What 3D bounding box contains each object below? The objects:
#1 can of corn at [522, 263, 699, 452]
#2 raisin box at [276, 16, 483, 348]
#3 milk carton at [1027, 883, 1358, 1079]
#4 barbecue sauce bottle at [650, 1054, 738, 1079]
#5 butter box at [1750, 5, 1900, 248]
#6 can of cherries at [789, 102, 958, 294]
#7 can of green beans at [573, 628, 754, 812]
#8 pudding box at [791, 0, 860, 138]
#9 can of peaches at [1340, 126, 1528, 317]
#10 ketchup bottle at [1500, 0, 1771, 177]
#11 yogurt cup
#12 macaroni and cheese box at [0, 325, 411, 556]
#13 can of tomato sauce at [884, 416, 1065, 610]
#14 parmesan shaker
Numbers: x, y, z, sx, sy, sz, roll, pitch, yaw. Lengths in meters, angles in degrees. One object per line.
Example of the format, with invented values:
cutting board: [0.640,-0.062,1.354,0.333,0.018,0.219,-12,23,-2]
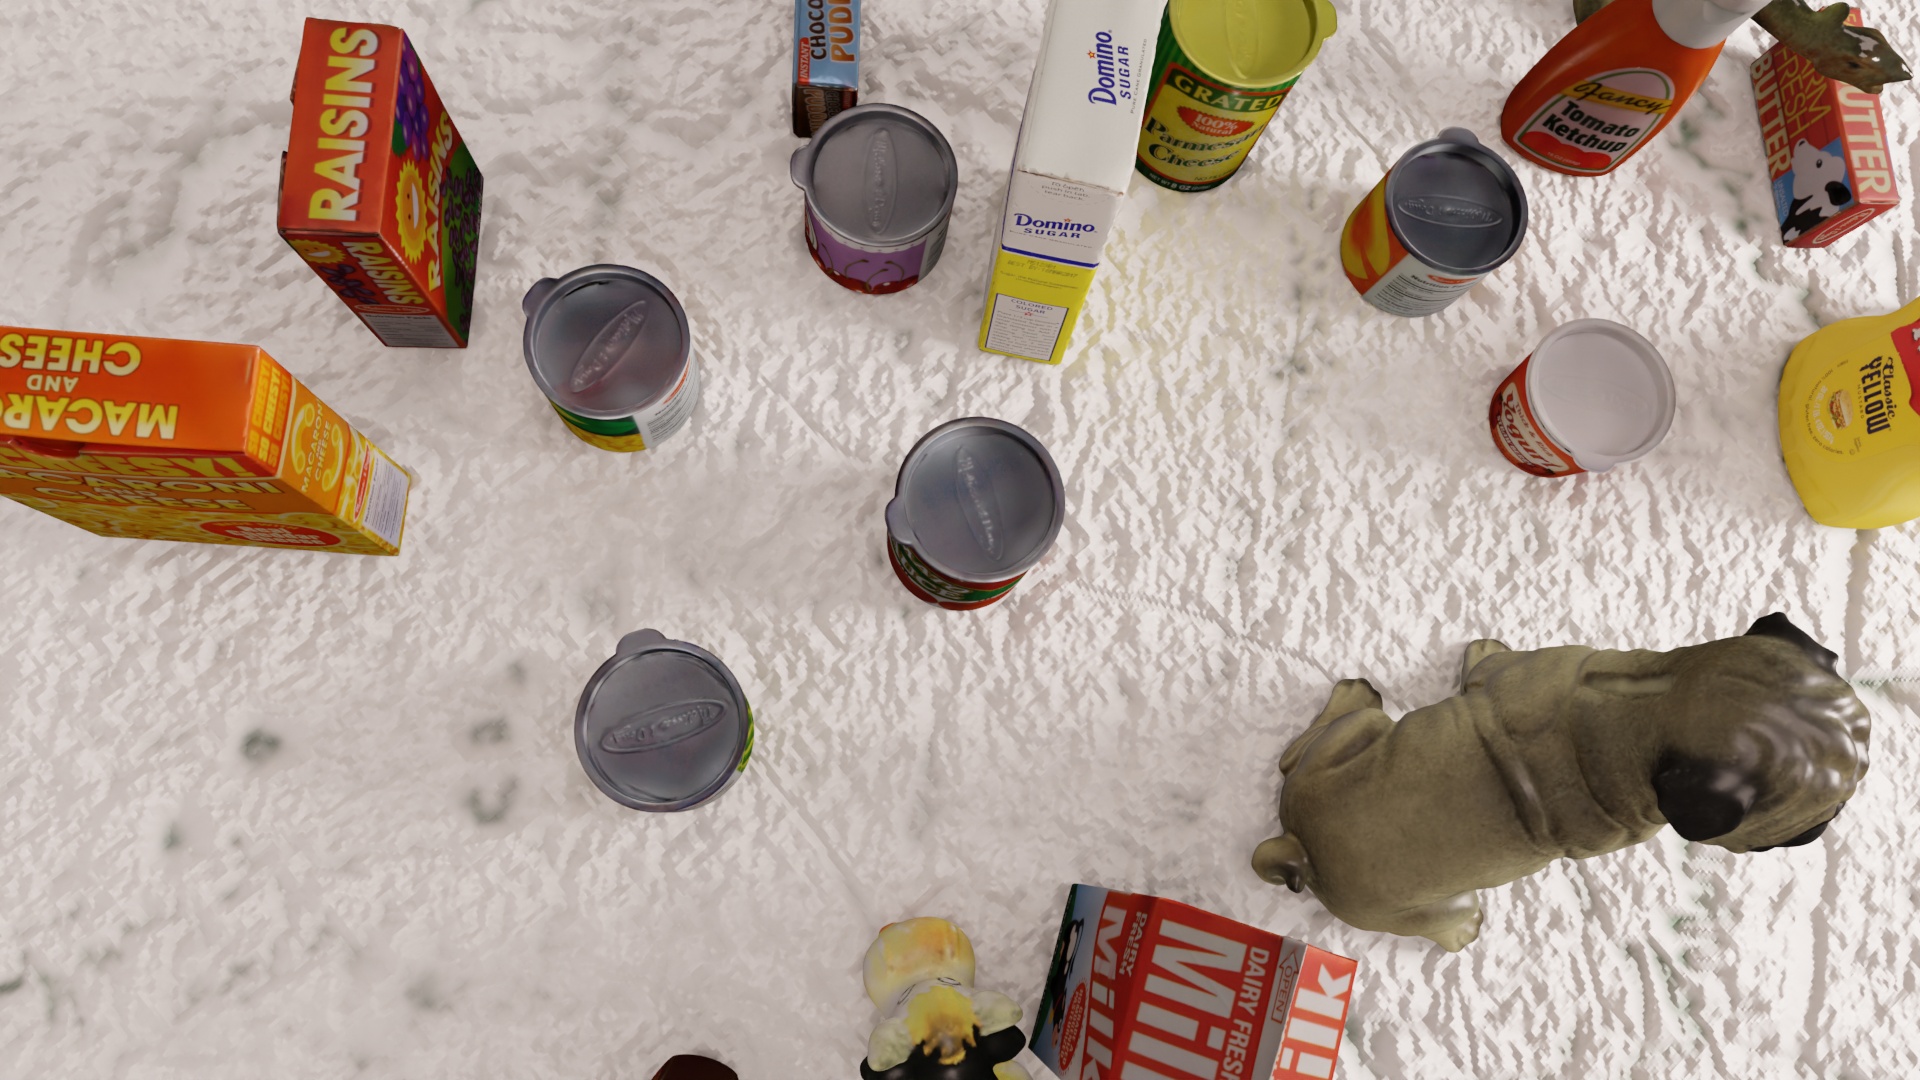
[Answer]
can of corn: [-0.147,-0.077,0.588,0.071,0.058,0.071,1,78,-6]
raisin box: [-0.229,-0.138,0.559,0.040,0.123,0.086,3,78,-5]
milk carton: [0.081,0.169,0.492,0.073,0.190,0.072,18,77,-2]
barbecue sauce bottle: [-0.103,0.223,0.483,0.044,0.148,0.065,16,77,-2]
butter box: [0.419,-0.200,0.676,0.024,0.053,0.103,-2,78,-6]
can of cherries: [-0.039,-0.150,0.615,0.071,0.058,0.071,1,78,-6]
can of green beans: [-0.117,0.076,0.559,0.071,0.057,0.071,1,78,-6]
pudding box: [-0.061,-0.233,0.634,0.030,0.049,0.084,2,78,-6]
can of peaches: [0.217,-0.145,0.640,0.071,0.058,0.071,1,78,-6]
ketchup bottle: [0.303,-0.216,0.618,0.065,0.148,0.043,19,77,-2]
yogurt cup: [0.278,-0.061,0.631,0.072,0.054,0.072,1,78,-6]
macaroni and cheese box: [-0.289,-0.031,0.508,0.124,0.166,0.040,4,78,-5]
can of tomato sauce: [0.002,-0.007,0.576,0.071,0.083,0.071,1,78,-6]
parmesan shaker: [0.115,-0.206,0.620,0.071,0.103,0.071,1,78,-6]
